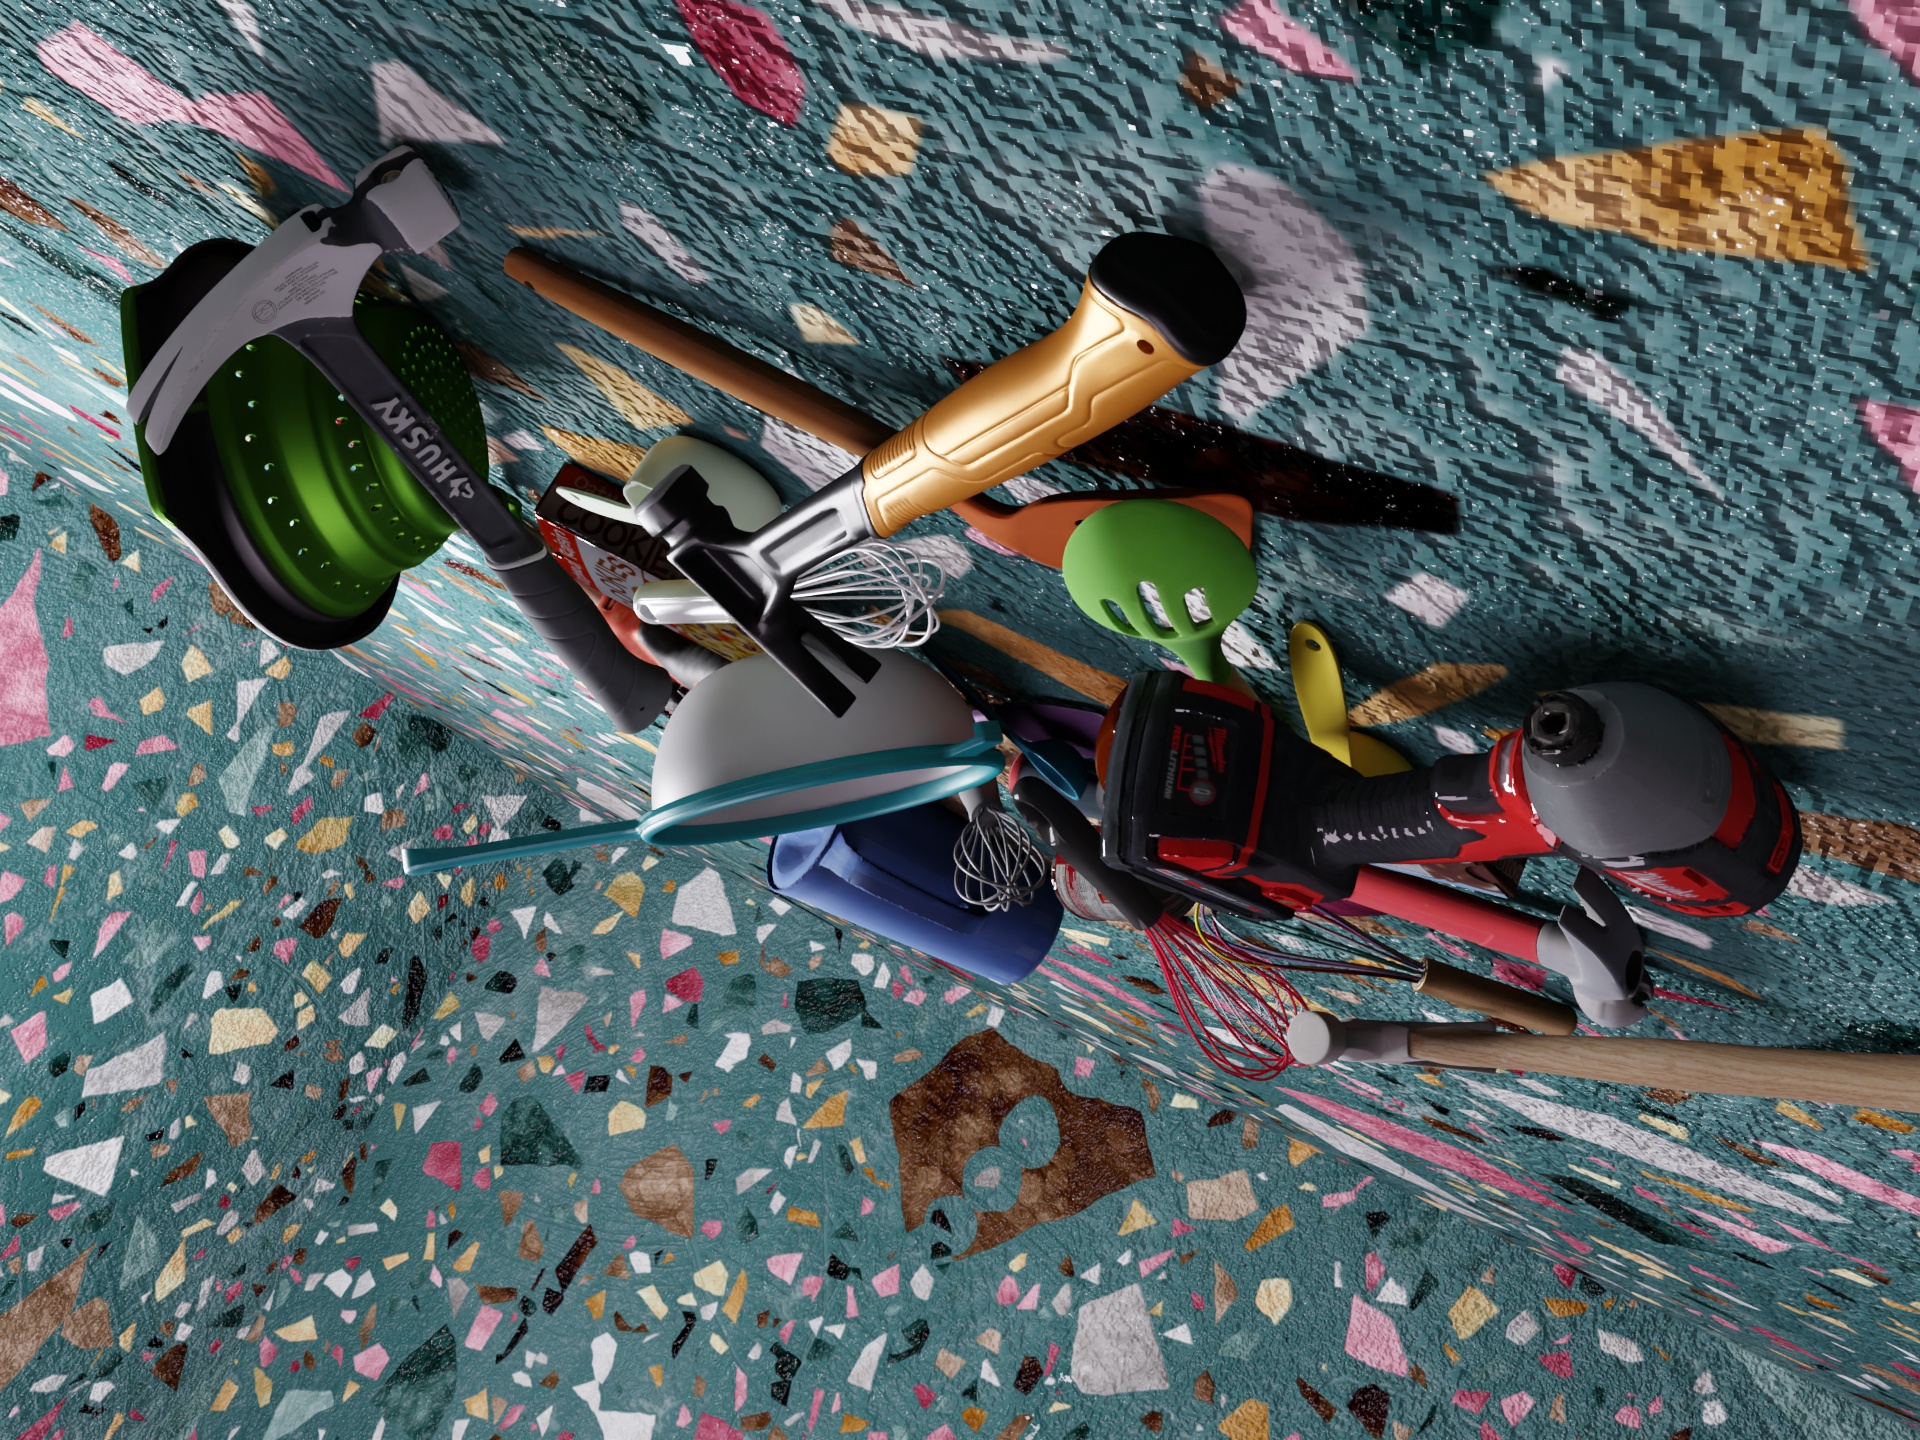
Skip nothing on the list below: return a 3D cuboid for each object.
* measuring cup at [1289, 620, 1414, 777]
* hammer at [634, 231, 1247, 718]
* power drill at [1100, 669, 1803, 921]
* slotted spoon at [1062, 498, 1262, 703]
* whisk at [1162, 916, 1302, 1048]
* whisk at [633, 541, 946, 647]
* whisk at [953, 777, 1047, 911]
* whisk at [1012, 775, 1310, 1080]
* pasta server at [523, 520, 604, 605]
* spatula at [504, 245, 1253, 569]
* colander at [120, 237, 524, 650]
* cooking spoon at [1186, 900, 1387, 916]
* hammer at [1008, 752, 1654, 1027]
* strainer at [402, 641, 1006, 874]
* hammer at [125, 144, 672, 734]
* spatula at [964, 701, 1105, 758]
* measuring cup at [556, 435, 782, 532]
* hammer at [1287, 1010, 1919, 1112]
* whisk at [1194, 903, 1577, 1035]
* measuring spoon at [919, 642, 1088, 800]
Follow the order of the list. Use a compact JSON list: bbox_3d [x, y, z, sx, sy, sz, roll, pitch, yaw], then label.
[{"bbox_3d":[0.164,-0.001,0.682,0.062,0.029,0.156,18,153,32],"label":"measuring cup"},{"bbox_3d":[-0.012,-0.080,0.561,0.127,0.034,0.337,45,153,-15],"label":"hammer"},{"bbox_3d":[0.164,0.026,0.570,0.220,0.079,0.143,-3,160,44],"label":"power drill"},{"bbox_3d":[0.117,-0.011,0.679,0.070,0.031,0.313,-6,159,22],"label":"slotted spoon"},{"bbox_3d":[0.189,0.178,1.258,0.070,0.070,0.284,13,155,48],"label":"whisk"},{"bbox_3d":[-0.097,-0.062,0.825,0.246,0.059,0.057,3,137,46],"label":"whisk"},{"bbox_3d":[0.015,0.063,1.005,0.055,0.055,0.239,30,-168,-13],"label":"whisk"},{"bbox_3d":[0.128,0.133,0.992,0.295,0.073,0.073,46,160,-24],"label":"whisk"},{"bbox_3d":[-0.260,-0.080,1.184,0.060,0.040,0.315,0,152,38],"label":"pasta server"},{"bbox_3d":[-0.042,-0.122,0.615,0.323,0.041,0.081,28,166,14],"label":"spatula"},{"bbox_3d":[-0.288,-0.141,0.868,0.094,0.204,0.397,-9,178,7],"label":"colander"},{"bbox_3d":[0.172,0.123,1.073,0.068,0.017,0.319,32,159,-20],"label":"cooking spoon"},{"bbox_3d":[0.177,0.070,0.883,0.387,0.038,0.143,17,162,38],"label":"hammer"},{"bbox_3d":[-0.148,0.016,0.906,0.340,0.095,0.211,-10,171,-6],"label":"strainer"},{"bbox_3d":[-0.228,-0.087,0.772,0.036,0.149,0.408,48,171,25],"label":"hammer"},{"bbox_3d":[-0.002,-0.003,1.000,0.059,0.018,0.316,41,161,-33],"label":"spatula"},{"bbox_3d":[-0.155,-0.119,0.819,0.168,0.038,0.083,17,164,44],"label":"measuring cup"},{"bbox_3d":[0.346,0.179,0.839,0.130,0.031,0.331,12,168,-41],"label":"hammer"},{"bbox_3d":[0.258,0.151,0.970,0.245,0.047,0.051,18,159,-3],"label":"whisk"},{"bbox_3d":[0.027,-0.006,0.908,0.128,0.021,0.042,44,171,7],"label":"measuring spoon"}]
